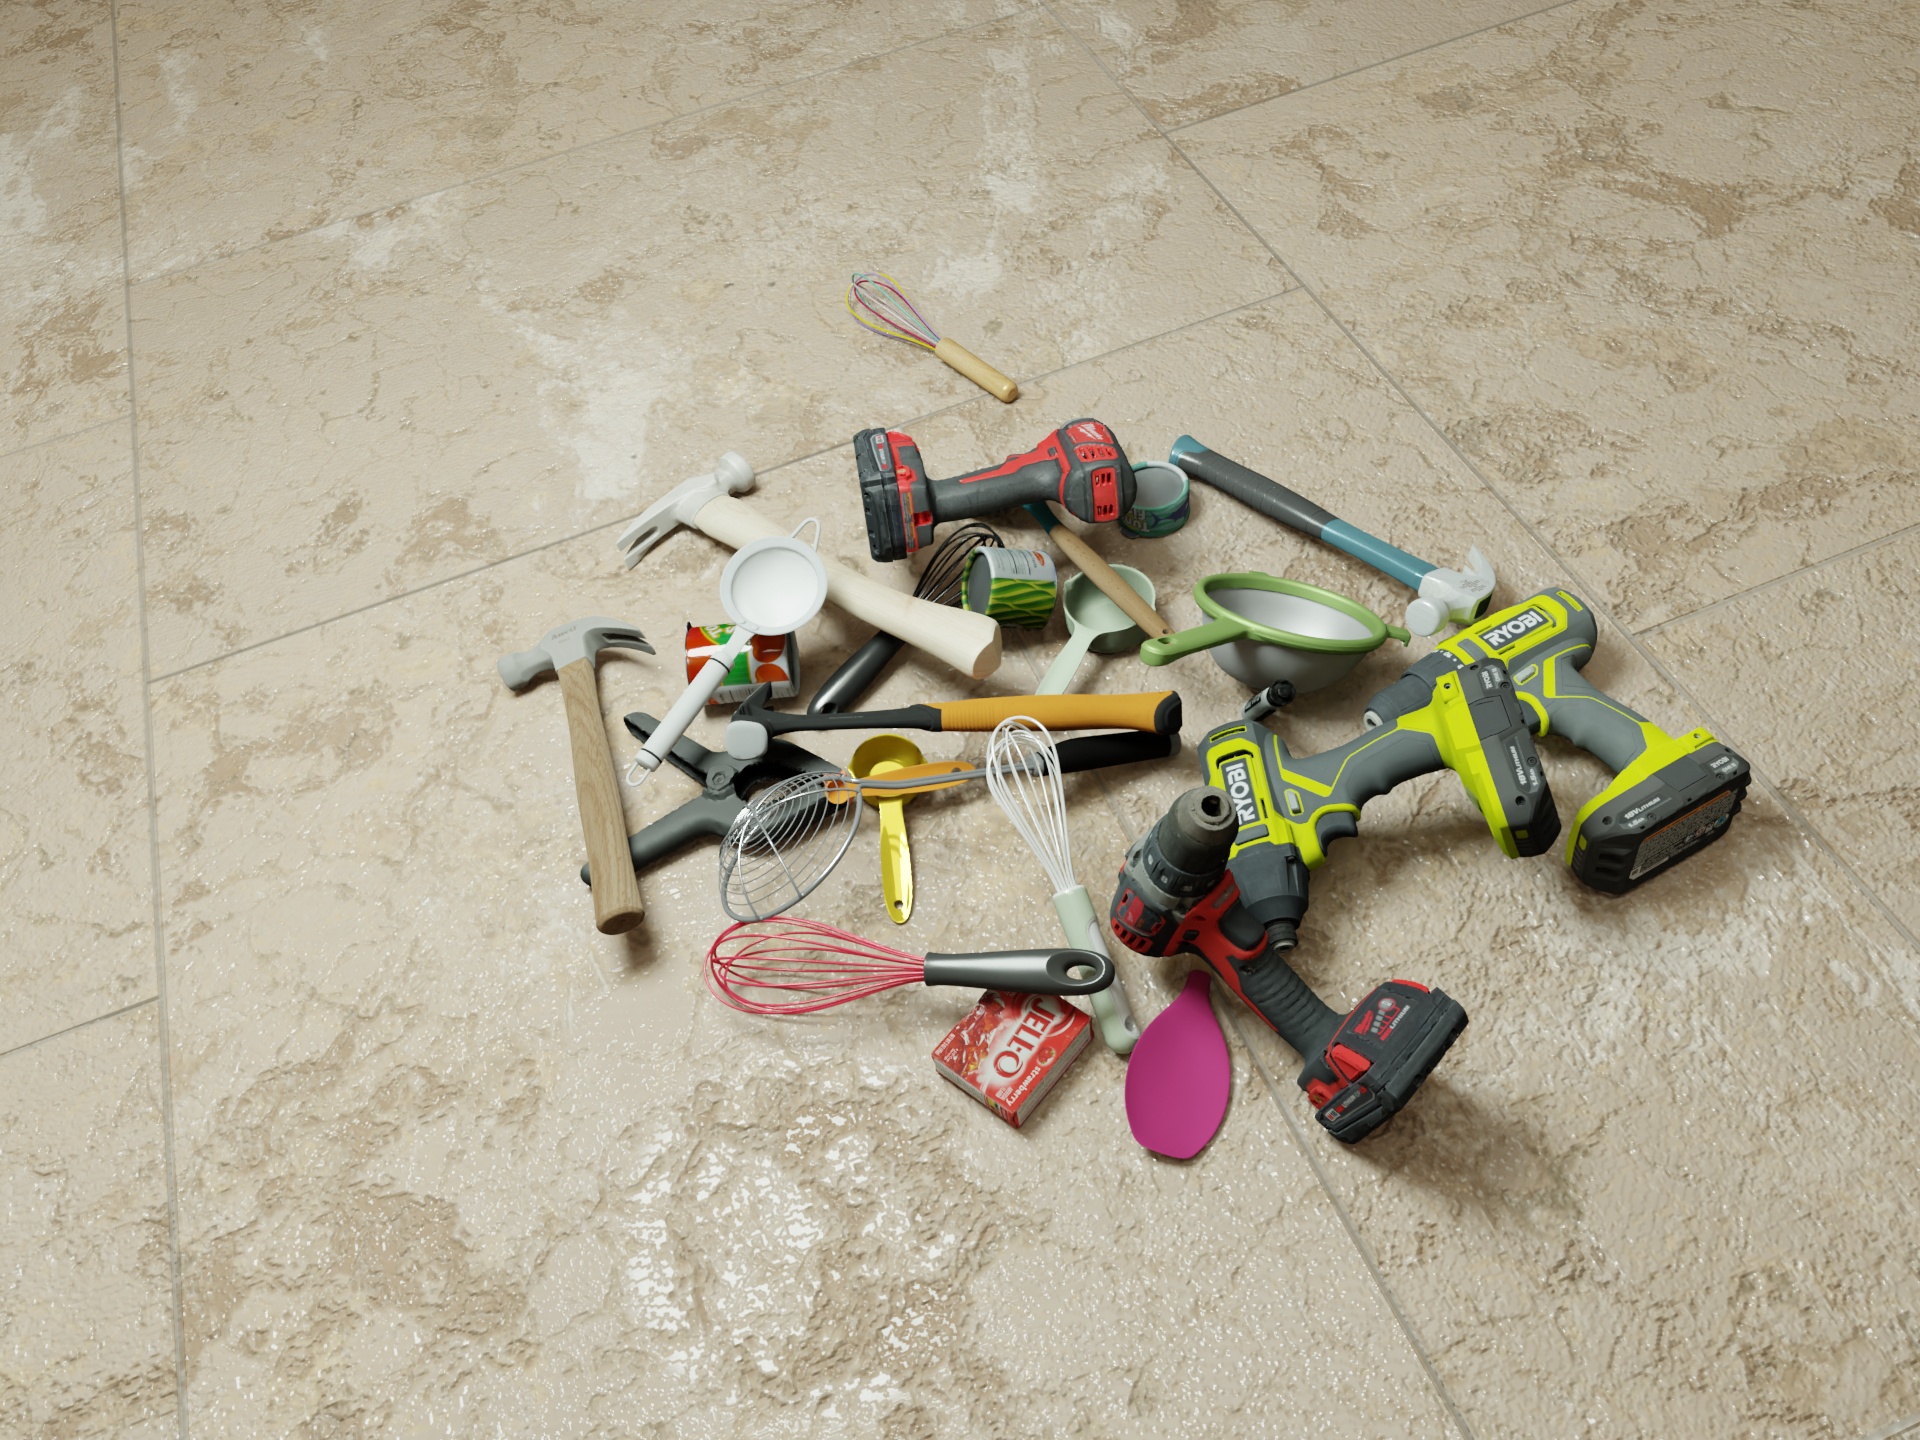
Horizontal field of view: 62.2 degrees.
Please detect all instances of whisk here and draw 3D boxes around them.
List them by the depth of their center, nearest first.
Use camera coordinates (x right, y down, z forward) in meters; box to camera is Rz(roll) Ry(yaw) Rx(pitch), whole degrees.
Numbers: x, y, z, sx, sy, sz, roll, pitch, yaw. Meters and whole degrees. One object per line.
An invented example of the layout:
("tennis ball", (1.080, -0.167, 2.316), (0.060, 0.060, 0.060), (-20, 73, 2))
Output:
("whisk", (-0.041, 0.169, 1.090), (0.296, 0.073, 0.073), (-1, 51, 16))
("whisk", (0.073, 0.111, 1.100), (0.059, 0.057, 0.246), (-29, 73, 32))
("whisk", (-0.044, -0.079, 1.326), (0.055, 0.055, 0.239), (31, 67, 29))
("whisk", (-0.030, -0.382, 1.571), (0.047, 0.051, 0.245), (-34, 57, -25))

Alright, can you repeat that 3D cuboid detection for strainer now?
("strainer", (0.213, -0.049, 1.196), (0.152, 0.069, 0.256), (28, 30, 36))
("strainer", (-0.182, -0.051, 1.241), (0.087, 0.050, 0.258), (28, 68, 14))

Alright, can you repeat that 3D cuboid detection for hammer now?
("hammer", (-0.002, -0.004, 1.207), (0.337, 0.034, 0.127), (-2, 14, 4))
("hammer", (-0.286, 0.033, 1.246), (0.130, 0.031, 0.332), (-26, 46, 3))
("hammer", (0.298, -0.165, 1.328), (0.128, 0.033, 0.331), (-19, 41, -37))
("hammer", (-0.126, -0.118, 1.334), (0.146, 0.038, 0.411), (-42, 48, -21))

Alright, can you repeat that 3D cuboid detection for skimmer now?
("skimmer", (-0.001, 0.069, 1.172), (0.363, 0.090, 0.127), (-9, 20, -22))

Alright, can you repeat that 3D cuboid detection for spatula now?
("spatula", (0.096, -0.136, 1.318), (0.082, 0.044, 0.318), (-25, 43, -13))

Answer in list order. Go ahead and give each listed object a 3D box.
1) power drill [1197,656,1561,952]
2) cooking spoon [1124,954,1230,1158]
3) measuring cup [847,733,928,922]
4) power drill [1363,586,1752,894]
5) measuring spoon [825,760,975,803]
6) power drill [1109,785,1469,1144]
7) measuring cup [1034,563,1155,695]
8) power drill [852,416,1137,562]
("power drill", (0.285, 0.058, 1.094), (0.223, 0.080, 0.171), (-19, 54, 18))
("cooking spoon", (0.173, 0.157, 1.114), (0.069, 0.017, 0.319), (17, 54, 4))
("measuring cup", (-0.052, 0.084, 1.210), (0.062, 0.029, 0.157), (-3, 62, -5))
("power drill", (0.428, 0.013, 1.156), (0.190, 0.080, 0.229), (-26, 49, -13))
("measuring spoon", (-0.046, 0.046, 1.208), (0.117, 0.011, 0.021), (-8, 87, -11))
("power drill", (0.197, 0.144, 0.993), (0.227, 0.187, 0.080), (40, 64, 15))
("measuring cup", (0.101, -0.056, 1.288), (0.083, 0.038, 0.168), (20, 59, 23))
("power drill", (0.027, -0.202, 1.312), (0.219, 0.078, 0.143), (-9, 33, -2))
